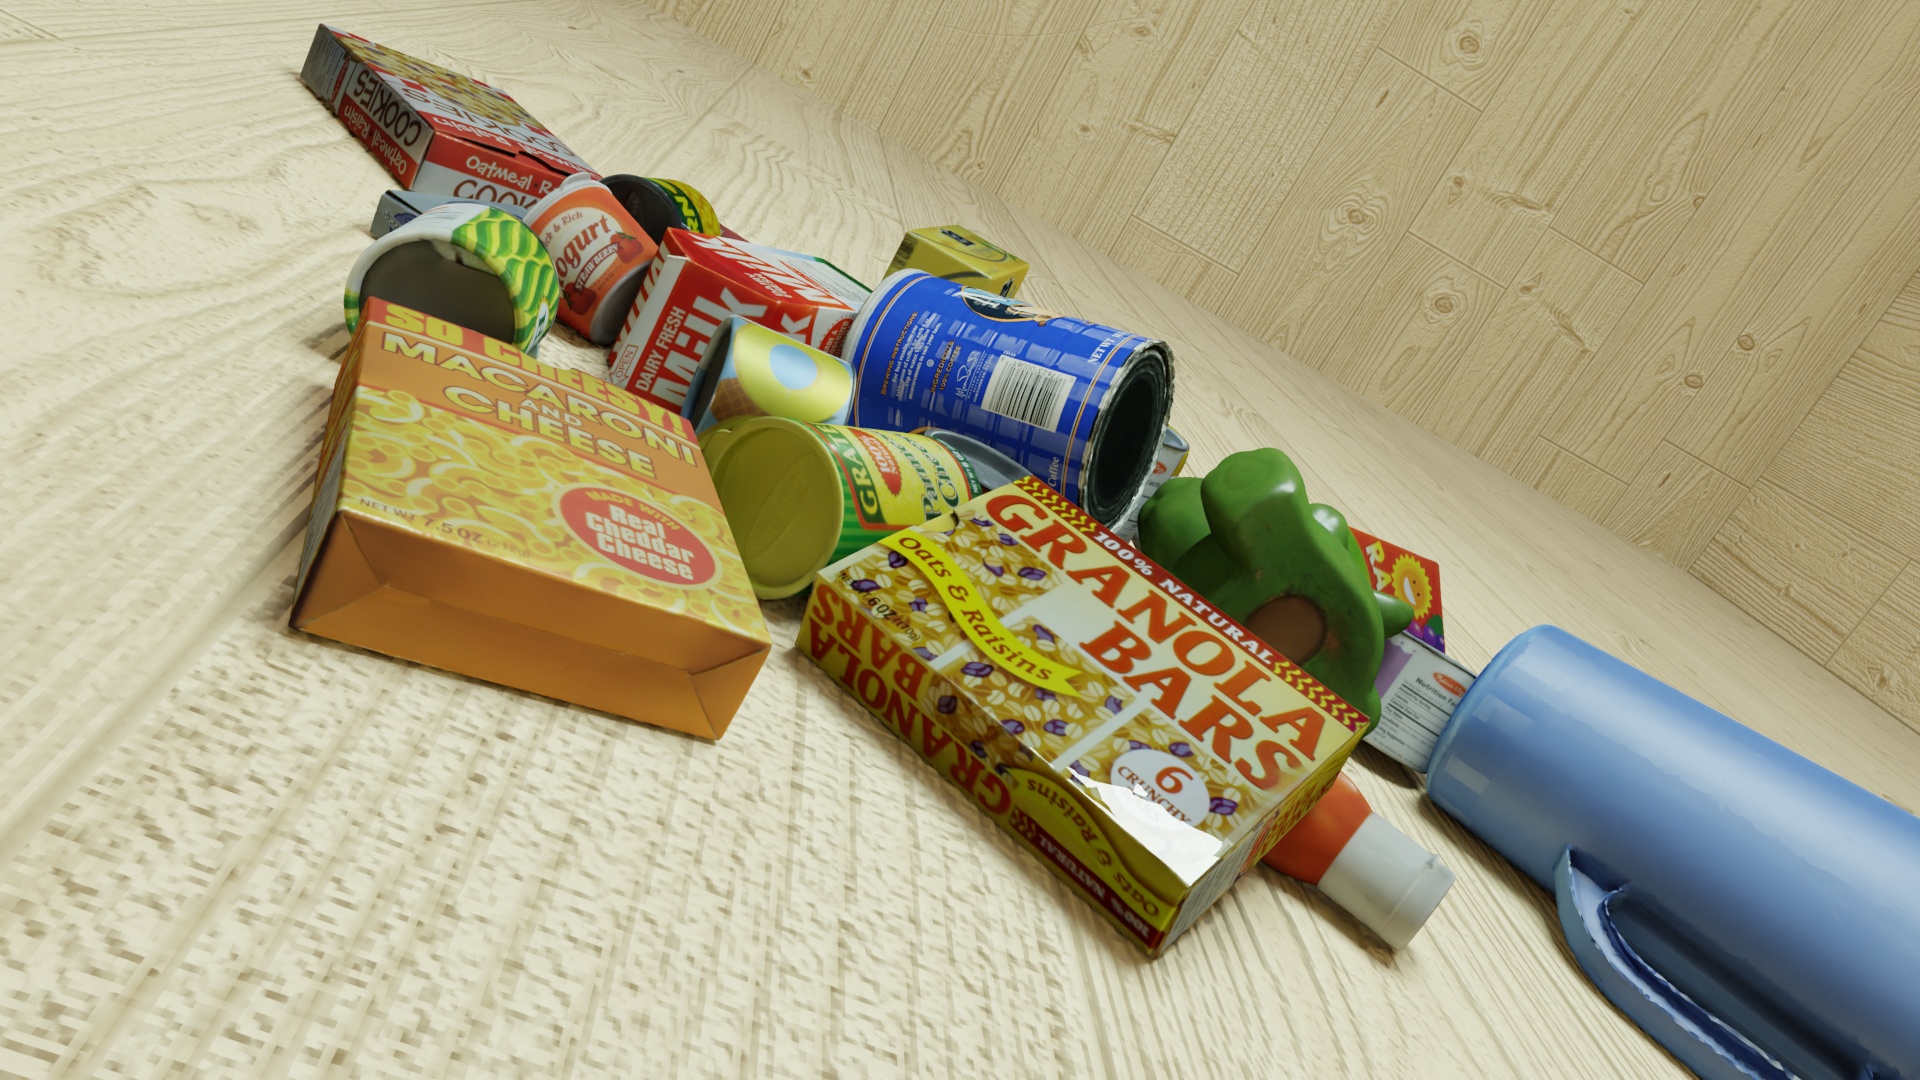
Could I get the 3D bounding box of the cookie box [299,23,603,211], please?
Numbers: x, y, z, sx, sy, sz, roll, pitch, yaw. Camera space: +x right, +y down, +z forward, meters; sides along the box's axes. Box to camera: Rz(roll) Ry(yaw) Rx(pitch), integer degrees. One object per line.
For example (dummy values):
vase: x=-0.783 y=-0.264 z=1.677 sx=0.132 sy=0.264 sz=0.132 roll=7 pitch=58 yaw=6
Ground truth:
cookie box: x=-0.296 y=-0.241 z=0.824 sx=0.123 sy=0.040 sz=0.168 roll=8 pitch=28 yaw=-51

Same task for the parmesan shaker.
parmesan shaker: x=-0.045 y=-0.014 z=0.547 sx=0.071 sy=0.071 sz=0.103 roll=38 pitch=19 yaw=25

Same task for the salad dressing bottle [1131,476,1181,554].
salad dressing bottle: x=0.167 y=0.016 z=0.821 sx=0.147 sy=0.064 sz=0.044 roll=31 pitch=-5 yaw=-24

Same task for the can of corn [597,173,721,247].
can of corn: x=-0.172 y=-0.170 z=0.777 sx=0.071 sy=0.071 sz=0.058 roll=31 pitch=16 yaw=4

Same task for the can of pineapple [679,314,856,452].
can of pineapple: x=-0.085 y=-0.056 z=0.604 sx=0.058 sy=0.070 sz=0.071 roll=21 pitch=19 yaw=-22

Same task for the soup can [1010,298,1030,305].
soup can: x=0.014 y=-0.107 z=0.837 sx=0.071 sy=0.071 sz=0.083 roll=23 pitch=-15 yaw=-22

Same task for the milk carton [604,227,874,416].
milk carton: x=-0.104 y=-0.103 z=0.693 sx=0.073 sy=0.072 sz=0.191 roll=35 pitch=17 yaw=17

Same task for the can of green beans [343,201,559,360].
can of green beans: x=-0.193 y=-0.092 z=0.531 sx=0.071 sy=0.071 sz=0.058 roll=26 pitch=18 yaw=-14

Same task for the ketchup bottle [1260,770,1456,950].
ketchup bottle: x=0.119 y=0.096 z=0.541 sx=0.149 sy=0.043 sz=0.065 roll=37 pitch=25 yaw=22

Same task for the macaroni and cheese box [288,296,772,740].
macaroni and cheese box: x=-0.136 y=-0.013 z=0.444 sx=0.124 sy=0.040 sz=0.167 roll=21 pitch=19 yaw=-29

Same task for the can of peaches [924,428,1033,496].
can of peaches: x=0.002 y=-0.008 z=0.621 sx=0.071 sy=0.058 sz=0.071 roll=27 pitch=16 yaw=-9

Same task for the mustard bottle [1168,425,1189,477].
mustard bottle: x=0.118 y=-0.057 z=0.957 sx=0.065 sy=0.048 sz=0.161 roll=33 pitch=18 yaw=7

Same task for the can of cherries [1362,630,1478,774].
can of cherries: x=0.229 y=0.079 z=0.724 sx=0.071 sy=0.058 sz=0.071 roll=31 pitch=7 yaw=-4

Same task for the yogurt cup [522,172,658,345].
yogurt cup: x=-0.177 y=-0.132 z=0.674 sx=0.054 sy=0.072 sz=0.072 roll=41 pitch=19 yaw=9

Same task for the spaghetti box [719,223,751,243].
spaghetti box: x=-0.084 y=-0.123 z=0.818 sx=0.250 sy=0.029 sz=0.050 roll=34 pitch=-22 yaw=13

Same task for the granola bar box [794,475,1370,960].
granola bar box: x=0.043 y=0.050 z=0.491 sx=0.166 sy=0.038 sz=0.125 roll=38 pitch=40 yaw=24

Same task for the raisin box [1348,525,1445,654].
raisin box: x=0.228 y=0.041 z=0.803 sx=0.123 sy=0.040 sz=0.086 roll=18 pitch=64 yaw=-33

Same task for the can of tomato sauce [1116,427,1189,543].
can of tomato sauce: x=0.077 y=-0.034 z=0.770 sx=0.071 sy=0.083 sz=0.071 roll=27 pitch=17 yaw=-9

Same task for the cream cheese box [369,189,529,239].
cream cheese box: x=-0.234 y=-0.147 z=0.689 sx=0.053 sy=0.024 sz=0.104 roll=33 pitch=18 yaw=12
